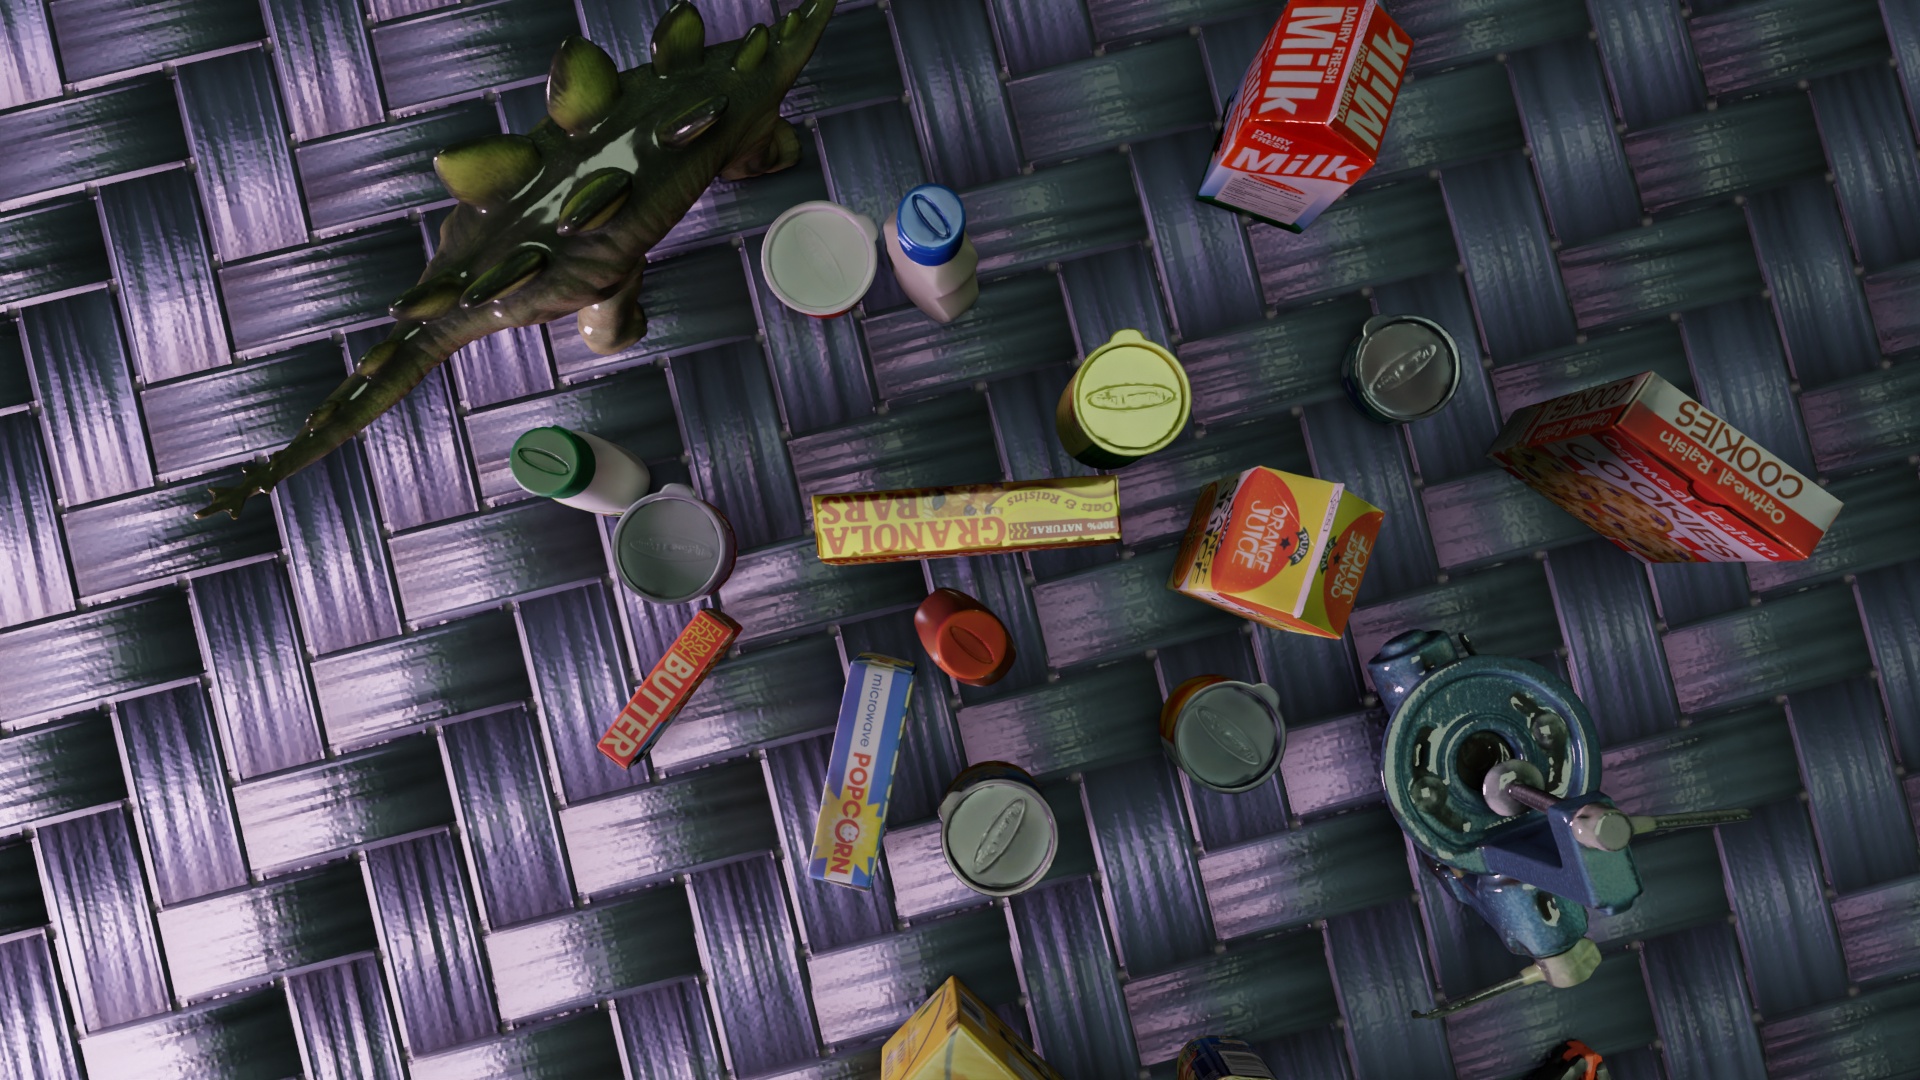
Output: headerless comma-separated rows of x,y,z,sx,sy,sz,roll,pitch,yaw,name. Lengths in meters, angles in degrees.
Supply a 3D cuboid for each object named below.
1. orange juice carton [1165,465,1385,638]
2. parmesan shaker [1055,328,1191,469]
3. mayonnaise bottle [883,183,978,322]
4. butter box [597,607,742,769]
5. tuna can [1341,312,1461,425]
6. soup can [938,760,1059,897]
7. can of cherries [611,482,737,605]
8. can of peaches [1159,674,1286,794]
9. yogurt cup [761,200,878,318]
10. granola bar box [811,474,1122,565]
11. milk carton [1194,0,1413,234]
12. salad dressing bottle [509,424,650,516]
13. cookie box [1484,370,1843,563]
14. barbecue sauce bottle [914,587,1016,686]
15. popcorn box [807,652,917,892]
0.174,0.007,0.772,0.073,0.192,0.072,20,88,-1,orange juice carton
0.093,-0.081,0.818,0.071,0.103,0.071,0,88,-1,parmesan shaker
-0.016,-0.167,0.796,0.041,0.148,0.065,-39,90,-2,mayonnaise bottle
-0.172,0.086,0.829,0.024,0.053,0.103,37,87,0,butter box
0.270,-0.107,0.859,0.071,0.033,0.071,0,88,-2,tuna can
0.019,0.165,0.816,0.071,0.084,0.071,0,88,-1,soup can
-0.168,0.003,0.830,0.071,0.058,0.071,0,88,-1,can of cherries
0.158,0.113,0.835,0.071,0.058,0.071,0,88,-1,can of peaches
-0.084,-0.166,0.841,0.072,0.054,0.072,0,88,-2,yogurt cup
0.003,-0.010,0.802,0.166,0.124,0.039,-4,89,-2,granola bar box
0.194,-0.240,0.783,0.073,0.190,0.072,19,88,-1,milk carton
-0.216,-0.040,0.786,0.064,0.147,0.044,23,88,-1,salad dressing bottle
0.391,-0.035,0.792,0.123,0.167,0.040,34,88,0,cookie box
0.004,0.056,0.788,0.065,0.148,0.043,41,88,0,barbecue sauce bottle
-0.056,0.131,0.815,0.038,0.085,0.126,11,88,-1,popcorn box
